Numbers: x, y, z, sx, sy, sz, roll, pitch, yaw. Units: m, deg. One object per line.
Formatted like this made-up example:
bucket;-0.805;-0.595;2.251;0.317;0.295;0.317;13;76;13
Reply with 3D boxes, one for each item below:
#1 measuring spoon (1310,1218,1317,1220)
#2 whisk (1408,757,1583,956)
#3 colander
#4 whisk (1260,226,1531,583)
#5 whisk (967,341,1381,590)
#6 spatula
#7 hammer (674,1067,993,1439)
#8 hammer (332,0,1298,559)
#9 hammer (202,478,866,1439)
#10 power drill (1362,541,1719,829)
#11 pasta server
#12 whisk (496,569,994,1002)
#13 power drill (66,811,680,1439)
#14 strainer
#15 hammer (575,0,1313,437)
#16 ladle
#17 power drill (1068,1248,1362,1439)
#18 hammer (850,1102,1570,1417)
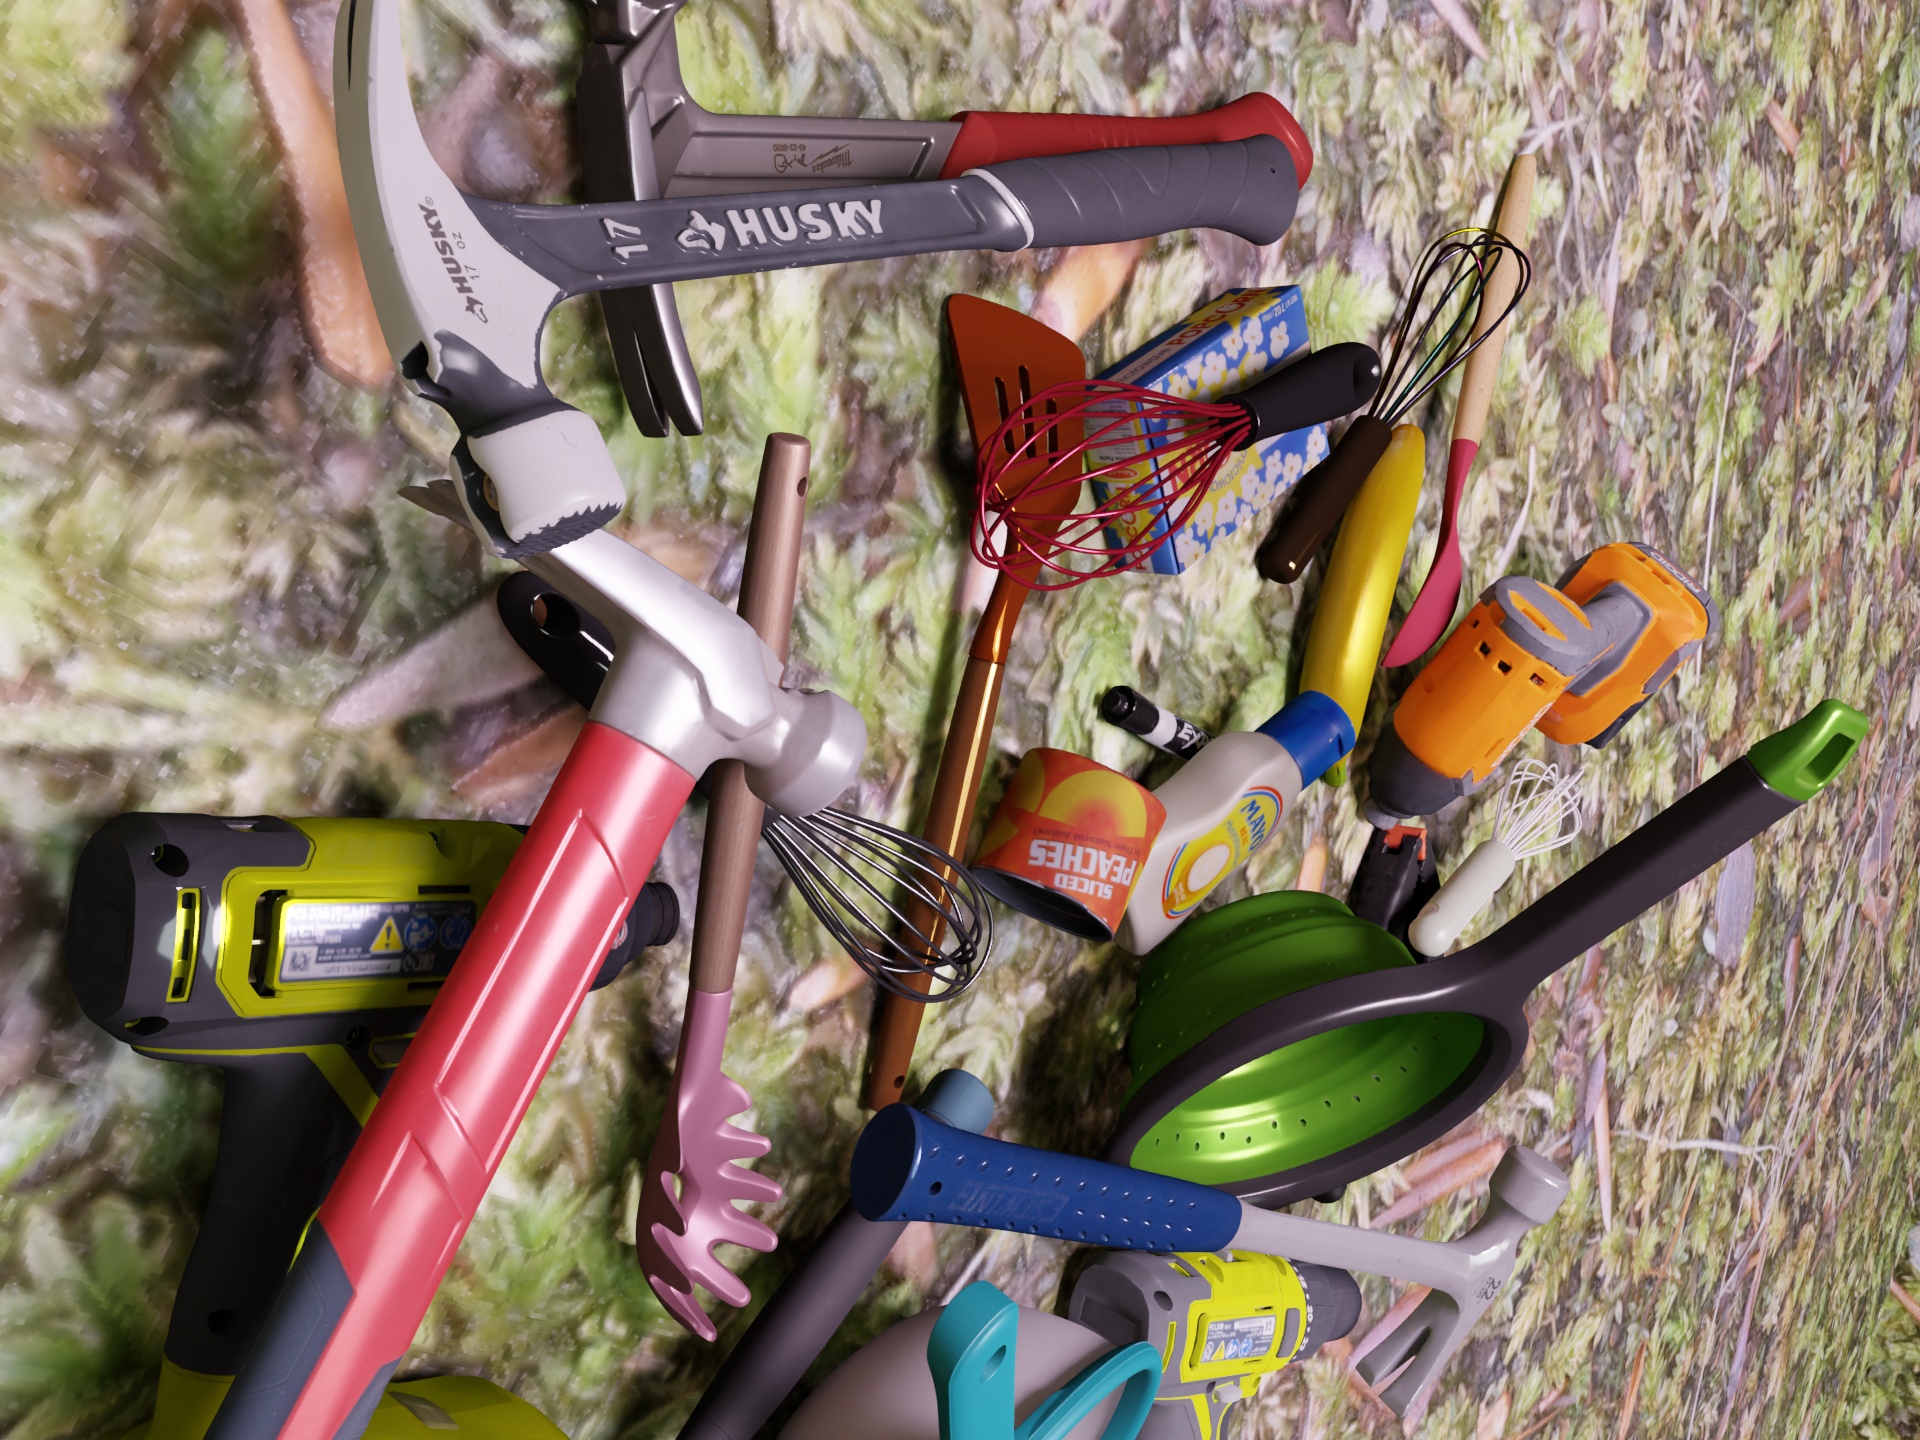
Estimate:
measuring spoon;0.171;0.307;0.885;0.124;0.018;0.034;-13;109;-43
whisk;0.321;0.080;0.945;0.246;0.057;0.059;-30;82;-48
colander;0.195;0.094;0.693;0.204;0.095;0.397;16;131;-38
whisk;0.219;-0.167;0.818;0.047;0.051;0.245;43;71;-19
whisk;0.099;-0.115;0.631;0.296;0.073;0.073;-28;119;-46
spatula;-0.001;-0.002;0.632;0.081;0.041;0.322;8;97;-45
hammer;-0.089;0.254;0.562;0.331;0.033;0.128;-48;168;-36
hammer;-0.005;-0.165;0.506;0.409;0.036;0.149;-25;91;-46
hammer;-0.157;0.131;0.381;0.143;0.038;0.386;36;70;-33
power drill;0.321;-0.017;0.903;0.226;0.084;0.164;-16;147;-44
pasta server;-0.071;0.064;0.517;0.060;0.040;0.316;-33;138;-61
whisk;-0.065;0.026;0.545;0.238;0.055;0.055;44;67;-34
power drill;-0.163;0.139;0.455;0.171;0.080;0.223;6;92;-46
strainer;-0.022;0.257;0.564;0.211;0.095;0.340;-39;148;-30
hammer;0.020;-0.198;0.593;0.359;0.037;0.149;-18;109;-43
ladle;0.278;-0.173;0.867;0.069;0.031;0.315;76;29;-74
power drill;0.119;0.373;0.794;0.190;0.080;0.228;14;88;-41
hammer;0.118;0.224;0.685;0.405;0.035;0.144;23;100;-37
